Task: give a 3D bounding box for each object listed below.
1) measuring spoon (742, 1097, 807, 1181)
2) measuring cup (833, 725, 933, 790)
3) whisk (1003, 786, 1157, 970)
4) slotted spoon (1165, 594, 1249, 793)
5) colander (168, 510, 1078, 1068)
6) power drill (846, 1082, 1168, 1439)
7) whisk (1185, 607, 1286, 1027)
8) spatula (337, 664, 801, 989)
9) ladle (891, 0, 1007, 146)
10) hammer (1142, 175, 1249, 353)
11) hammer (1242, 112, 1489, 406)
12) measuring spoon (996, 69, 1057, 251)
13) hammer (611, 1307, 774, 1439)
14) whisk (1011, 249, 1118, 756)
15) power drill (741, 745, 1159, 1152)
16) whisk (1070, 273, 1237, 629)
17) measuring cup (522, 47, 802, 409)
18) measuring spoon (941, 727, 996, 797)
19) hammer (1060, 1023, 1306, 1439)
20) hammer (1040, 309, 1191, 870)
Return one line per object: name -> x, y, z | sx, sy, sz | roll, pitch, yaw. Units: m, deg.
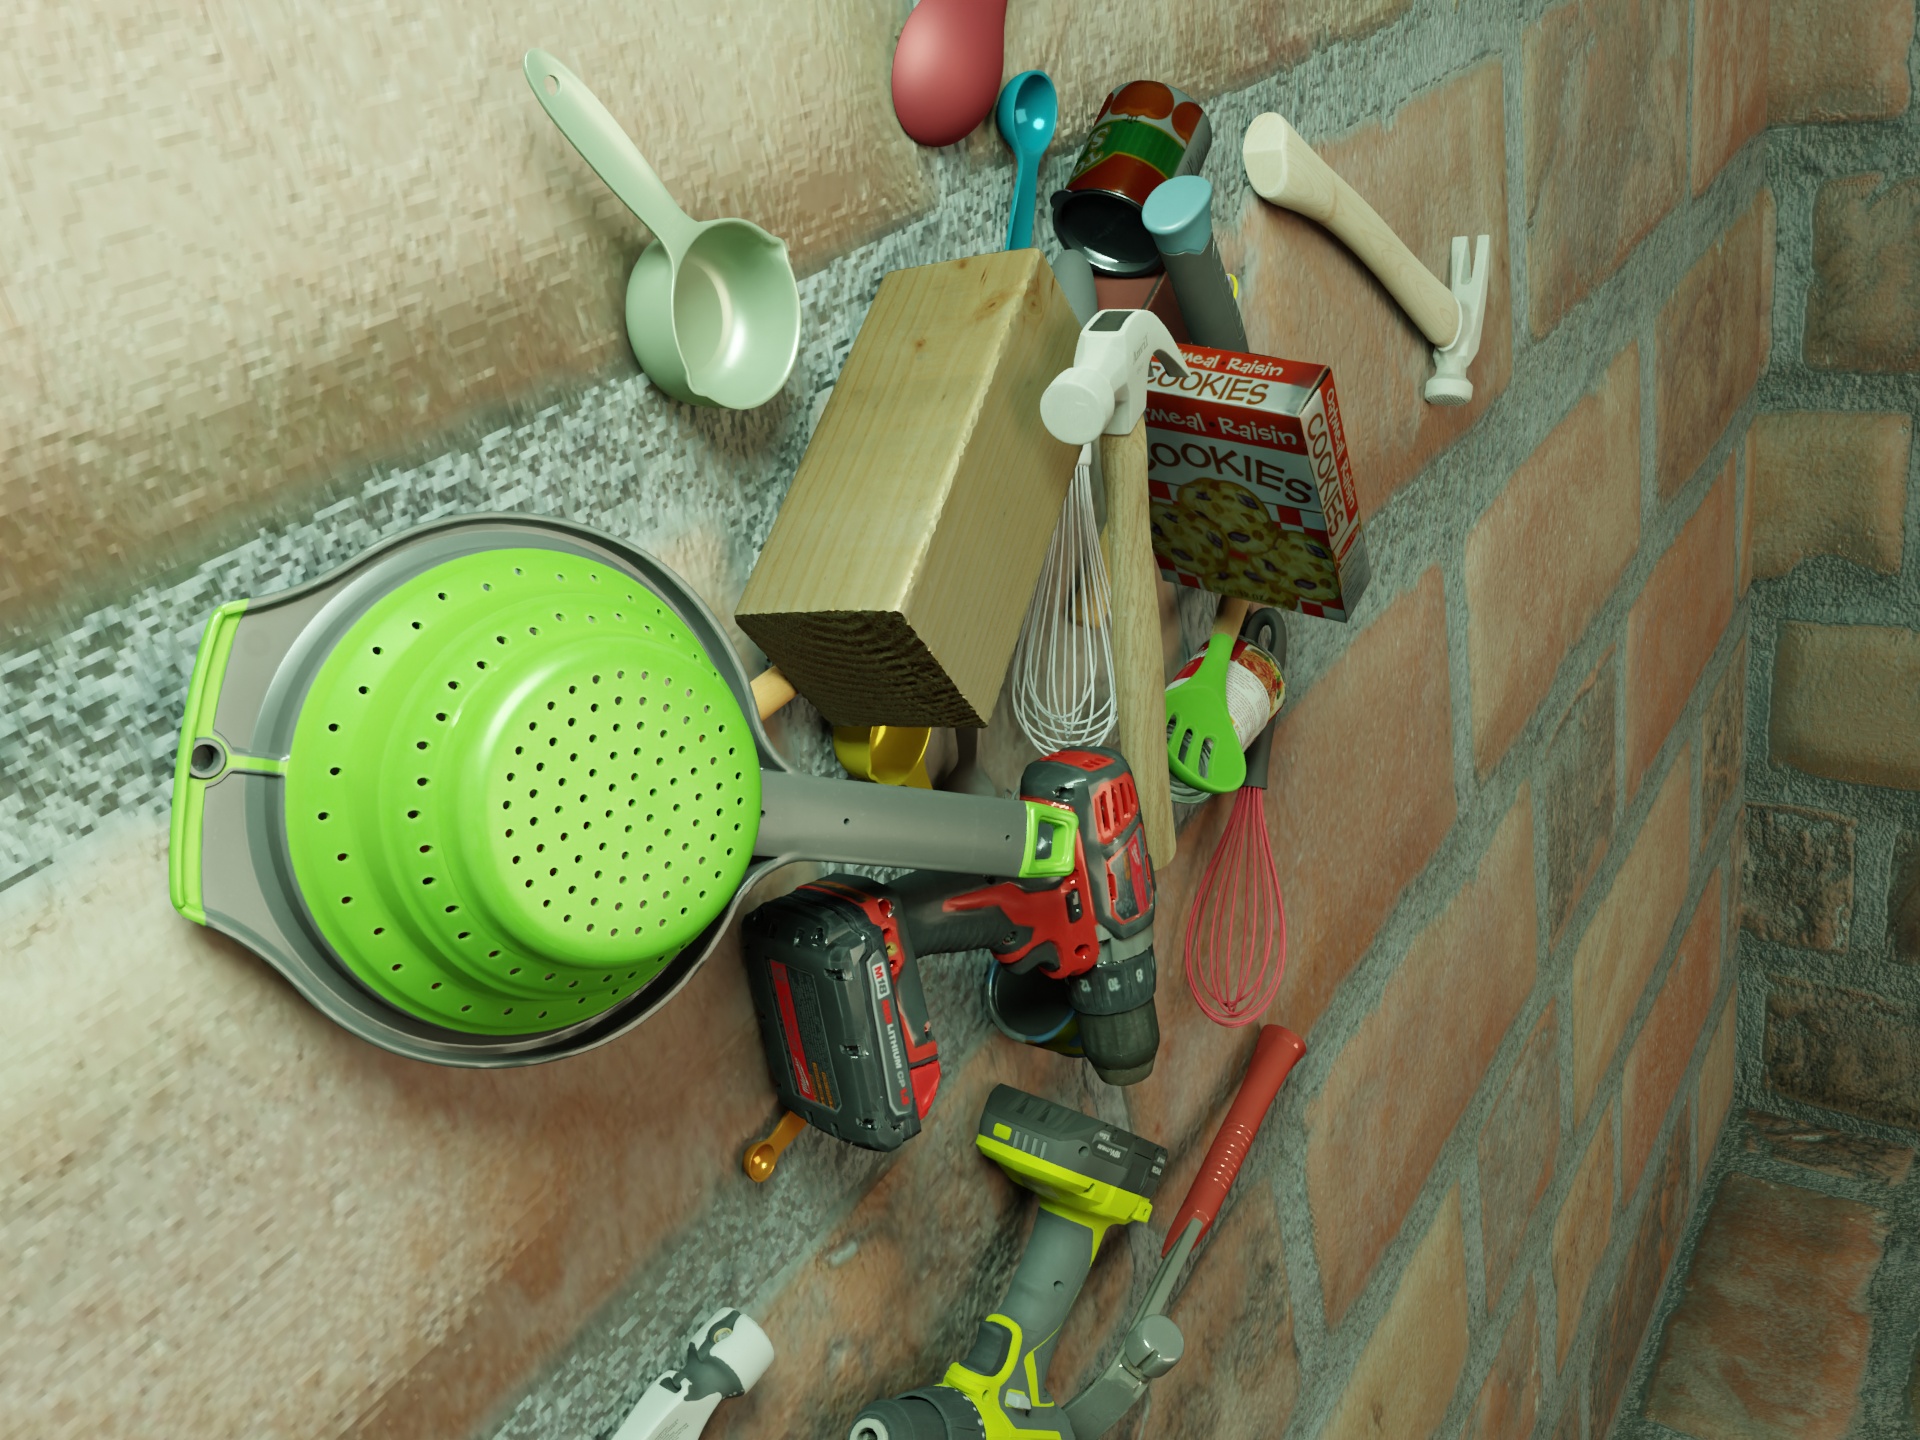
measuring spoon -> -0.075, 0.184, 0.798 | 0.117, 0.011, 0.021 | -50, 133, -41
measuring cup -> -0.031, 0.036, 0.821 | 0.062, 0.029, 0.156 | -56, 149, -32
whisk -> 0.073, 0.107, 0.955 | 0.246, 0.059, 0.058 | 49, 30, -51
slotted spoon -> 0.175, -0.066, 1.024 | 0.070, 0.031, 0.314 | 34, 47, -11
colander -> -0.076, 0.036, 0.607 | 0.396, 0.094, 0.204 | 9, 85, -40
power drill -> 0.027, 0.334, 0.911 | 0.190, 0.080, 0.228 | 38, 69, -52
whisk -> 0.202, 0.066, 1.115 | 0.073, 0.073, 0.296 | 15, 79, -54
spatula -> -0.129, 0.016, 0.678 | 0.323, 0.041, 0.081 | -41, 128, -47
ladle -> 0.039, -0.423, 0.816 | 0.069, 0.031, 0.315 | 47, 58, -48
hammer -> 0.159, -0.204, 0.934 | 0.128, 0.033, 0.330 | -65, 154, -11
hammer -> 0.317, -0.366, 1.202 | 0.410, 0.038, 0.146 | 13, 85, -54
measuring spoon -> 0.026, -0.275, 0.840 | 0.042, 0.021, 0.128 | -16, 119, -53
hammer -> -0.103, 0.487, 0.798 | 0.149, 0.036, 0.408 | -42, 129, -40
whisk -> 0.063, -0.118, 0.890 | 0.070, 0.070, 0.284 | -6, 97, -53
power drill -> 0.015, 0.131, 0.800 | 0.226, 0.080, 0.187 | -22, 109, -37
whisk -> 0.119, -0.166, 0.969 | 0.051, 0.047, 0.245 | 39, 70, -52
measuring cup -> -0.125, -0.192, 0.627 | 0.167, 0.038, 0.083 | 49, 58, -44
measuring spoon -> -0.001, -0.003, 0.844 | 0.018, 0.034, 0.124 | -11, 101, -47
hammer -> 0.165, 0.339, 1.107 | 0.359, 0.037, 0.149 | -46, 169, -49
hammer -> 0.091, -0.054, 0.827 | 0.130, 0.031, 0.331 | -58, 148, -45
